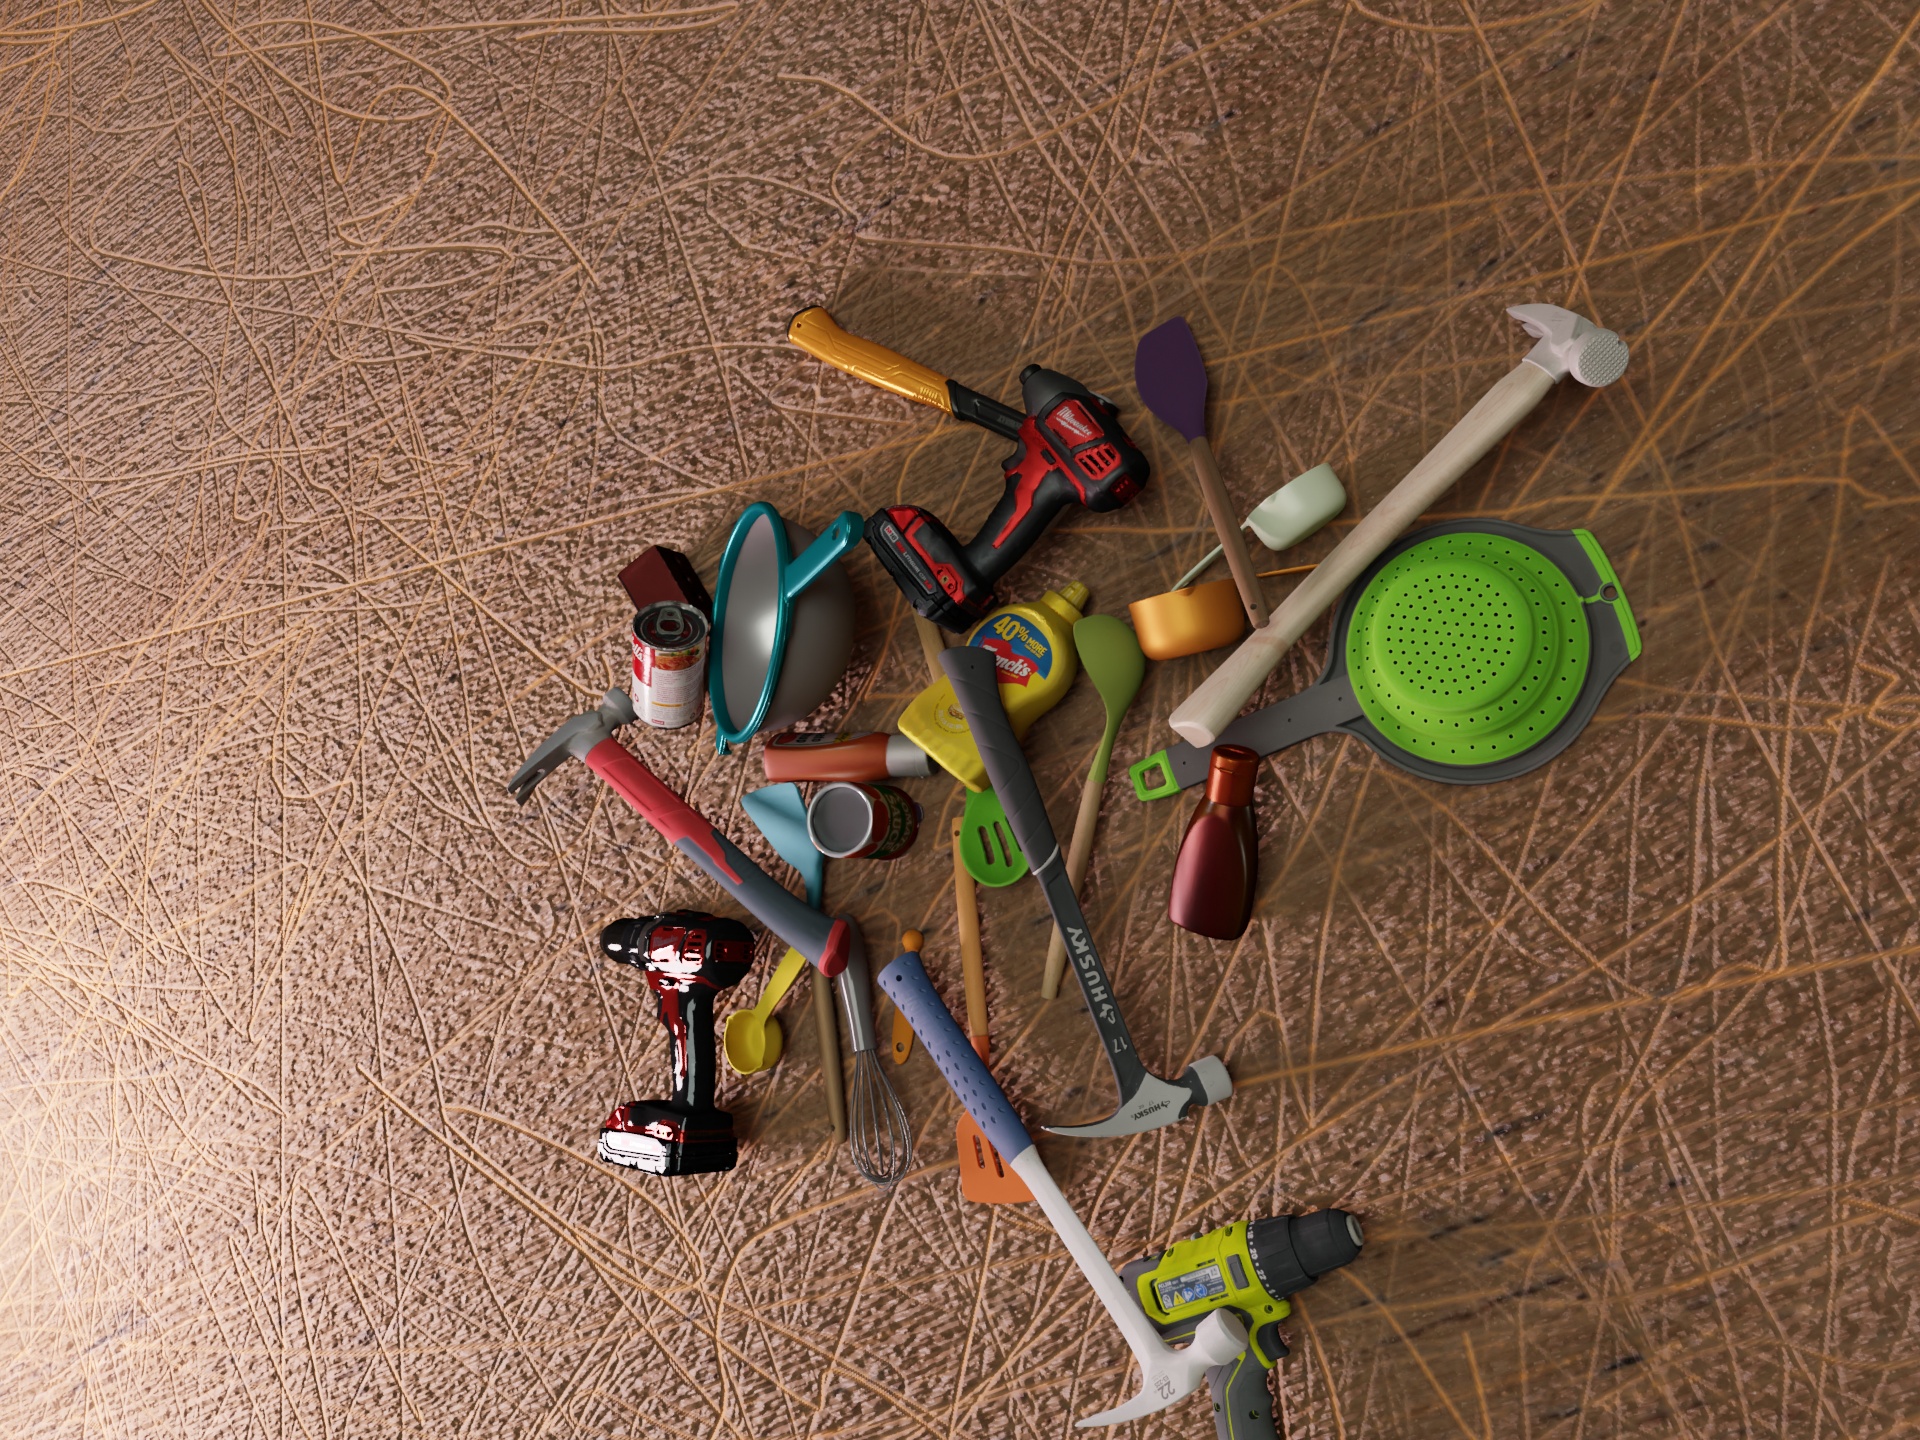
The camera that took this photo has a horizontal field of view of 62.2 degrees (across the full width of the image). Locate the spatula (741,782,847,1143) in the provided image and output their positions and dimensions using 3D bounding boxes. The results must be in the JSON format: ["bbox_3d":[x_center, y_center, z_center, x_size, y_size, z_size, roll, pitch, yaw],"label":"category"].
[{"bbox_3d":[-0.135,0.214,1.406,0.082,0.044,0.317,-17,78,44],"label":"spatula"}]

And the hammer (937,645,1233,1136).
[{"bbox_3d":[0.070,0.130,1.252,0.149,0.036,0.409,-20,82,-12],"label":"hammer"}]

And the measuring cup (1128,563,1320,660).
[{"bbox_3d":[0.222,-0.087,1.257,0.173,0.095,0.052,-11,90,4],"label":"measuring cup"}]

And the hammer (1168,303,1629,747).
[{"bbox_3d":[0.305,-0.140,1.185,0.038,0.146,0.410,38,105,-19],"label":"hammer"}]

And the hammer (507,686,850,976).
[{"bbox_3d":[-0.246,0.115,1.417,0.143,0.038,0.387,-44,58,-17],"label":"hammer"}]

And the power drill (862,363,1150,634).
[{"bbox_3d":[0.034,-0.187,1.313,0.219,0.078,0.143,-40,68,12],"label":"power drill"}]

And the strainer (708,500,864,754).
[{"bbox_3d":[-0.121,-0.098,1.340,0.340,0.095,0.211,-31,56,59],"label":"strainer"}]

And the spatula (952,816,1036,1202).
[{"bbox_3d":[0.017,0.242,1.342,0.081,0.041,0.323,-12,75,25],"label":"spatula"}]

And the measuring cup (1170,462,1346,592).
[{"bbox_3d":[0.236,-0.139,1.262,0.167,0.083,0.038,-41,80,33],"label":"measuring cup"}]

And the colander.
[{"bbox_3d":[0.296,-0.026,1.195,0.397,0.094,0.205,-24,74,21],"label":"colander"}]

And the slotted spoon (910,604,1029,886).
[{"bbox_3d":[-0.002,-0.004,1.376,0.070,0.031,0.314,-23,73,15],"label":"slotted spoon"}]

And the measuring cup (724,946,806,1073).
[{"bbox_3d":[-0.159,0.247,1.408,0.062,0.029,0.156,45,112,36],"label":"measuring cup"}]

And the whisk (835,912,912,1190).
[{"bbox_3d":[-0.082,0.283,1.372,0.055,0.055,0.239,-18,73,23],"label":"whisk"}]

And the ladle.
[{"bbox_3d":[0.094,0.072,1.306,0.062,0.078,0.320,15,97,23],"label":"ladle"}]

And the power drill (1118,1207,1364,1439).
[{"bbox_3d":[0.238,0.486,1.178,0.190,0.080,0.229,-27,71,22],"label":"power drill"}]

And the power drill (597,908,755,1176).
[{"bbox_3d":[-0.269,0.283,1.435,0.188,0.080,0.227,-3,80,43],"label":"power drill"}]

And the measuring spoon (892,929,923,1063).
[{"bbox_3d":[-0.048,0.240,1.378,0.021,0.011,0.117,5,86,26],"label":"measuring spoon"}]

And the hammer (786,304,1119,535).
[{"bbox_3d":[-0.026,-0.286,1.415,0.337,0.034,0.127,30,96,25],"label":"hammer"}]

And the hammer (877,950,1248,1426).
[{"bbox_3d":[0.050,0.355,1.252,0.144,0.035,0.406,-45,61,14],"label":"hammer"}]

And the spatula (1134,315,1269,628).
[{"bbox_3d":[0.193,-0.200,1.261,0.060,0.018,0.316,-28,54,23],"label":"spatula"}]
